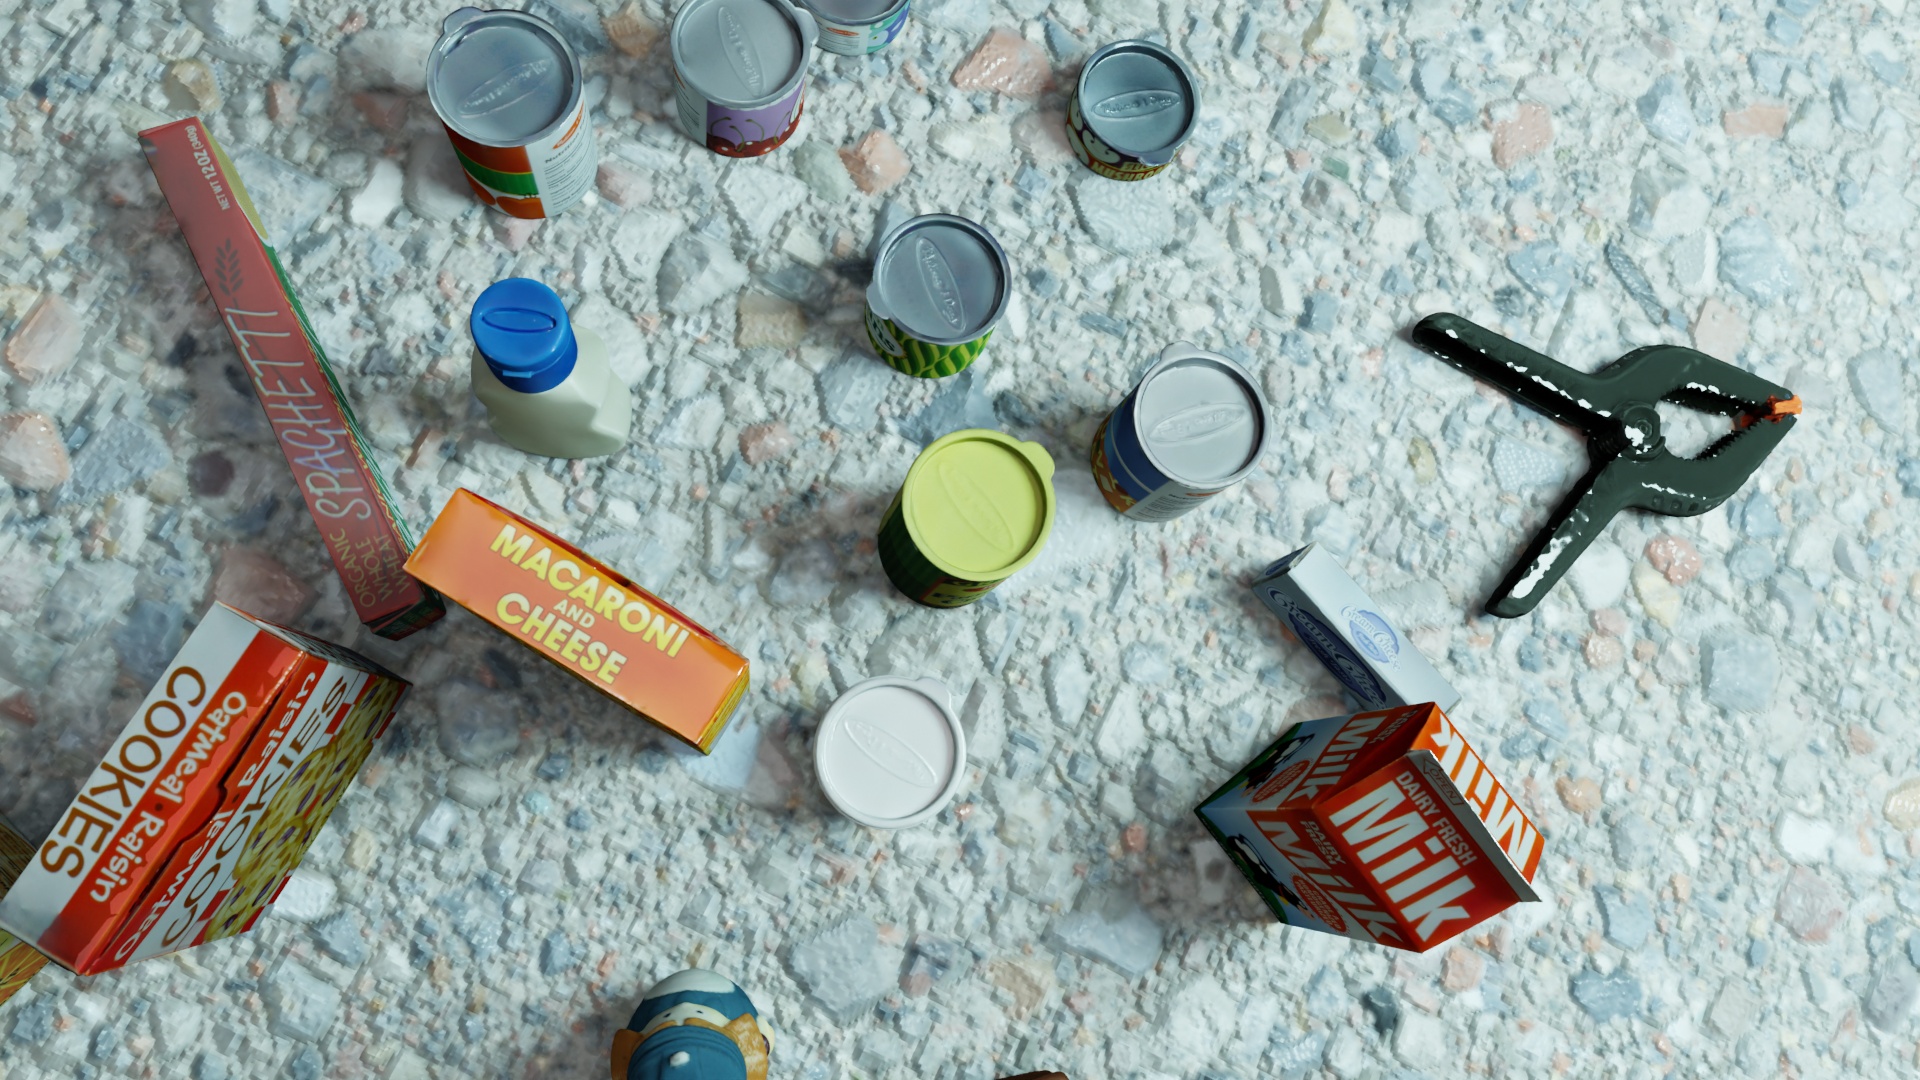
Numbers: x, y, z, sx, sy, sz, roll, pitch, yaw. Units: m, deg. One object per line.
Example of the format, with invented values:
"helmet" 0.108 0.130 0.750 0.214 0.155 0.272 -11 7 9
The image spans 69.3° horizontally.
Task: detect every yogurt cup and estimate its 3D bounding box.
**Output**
"yogurt cup" -0.035 0.098 0.637 0.072 0.054 0.072 2 79 -9

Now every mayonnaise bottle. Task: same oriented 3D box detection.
"mayonnaise bottle" -0.179 -0.071 0.598 0.065 0.147 0.041 4 79 -8

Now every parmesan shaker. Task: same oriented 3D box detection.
"parmesan shaker" 0.002 -0.008 0.639 0.071 0.103 0.071 2 79 -9

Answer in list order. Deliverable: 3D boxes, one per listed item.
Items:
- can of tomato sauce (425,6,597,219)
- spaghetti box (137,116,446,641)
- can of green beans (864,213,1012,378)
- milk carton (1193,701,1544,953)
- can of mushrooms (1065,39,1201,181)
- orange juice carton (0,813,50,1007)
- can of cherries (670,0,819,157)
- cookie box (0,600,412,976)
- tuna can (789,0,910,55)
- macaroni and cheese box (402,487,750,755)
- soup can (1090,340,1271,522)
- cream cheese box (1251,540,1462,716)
"can of tomato sauce" -0.209 -0.198 0.651 0.071 0.083 0.071 2 79 -9
"spaghetti box" -0.301 -0.071 0.629 0.029 0.050 0.250 -26 84 -13
"can of green beans" -0.013 -0.118 0.681 0.071 0.057 0.071 2 79 -9
"milk carton" 0.176 0.121 0.597 0.073 0.190 0.072 -37 87 -13
"can of mushrooms" 0.090 -0.223 0.731 0.071 0.033 0.071 2 79 -9
"orange juice carton" -0.402 0.143 0.497 0.073 0.192 0.072 44 76 1
"can of cherries" -0.106 -0.232 0.687 0.071 0.058 0.071 2 79 -9
"cookie box" -0.280 0.095 0.539 0.040 0.167 0.123 30 76 -3
"tuna can" -0.056 -0.291 0.720 0.071 0.032 0.071 2 79 -9
"macaroni and cheese box" -0.148 0.039 0.572 0.124 0.166 0.040 31 77 -2
"soup can" 0.104 -0.051 0.673 0.071 0.083 0.071 2 79 -9
"cream cheese box" 0.193 0.049 0.684 0.024 0.053 0.104 -42 88 -14
